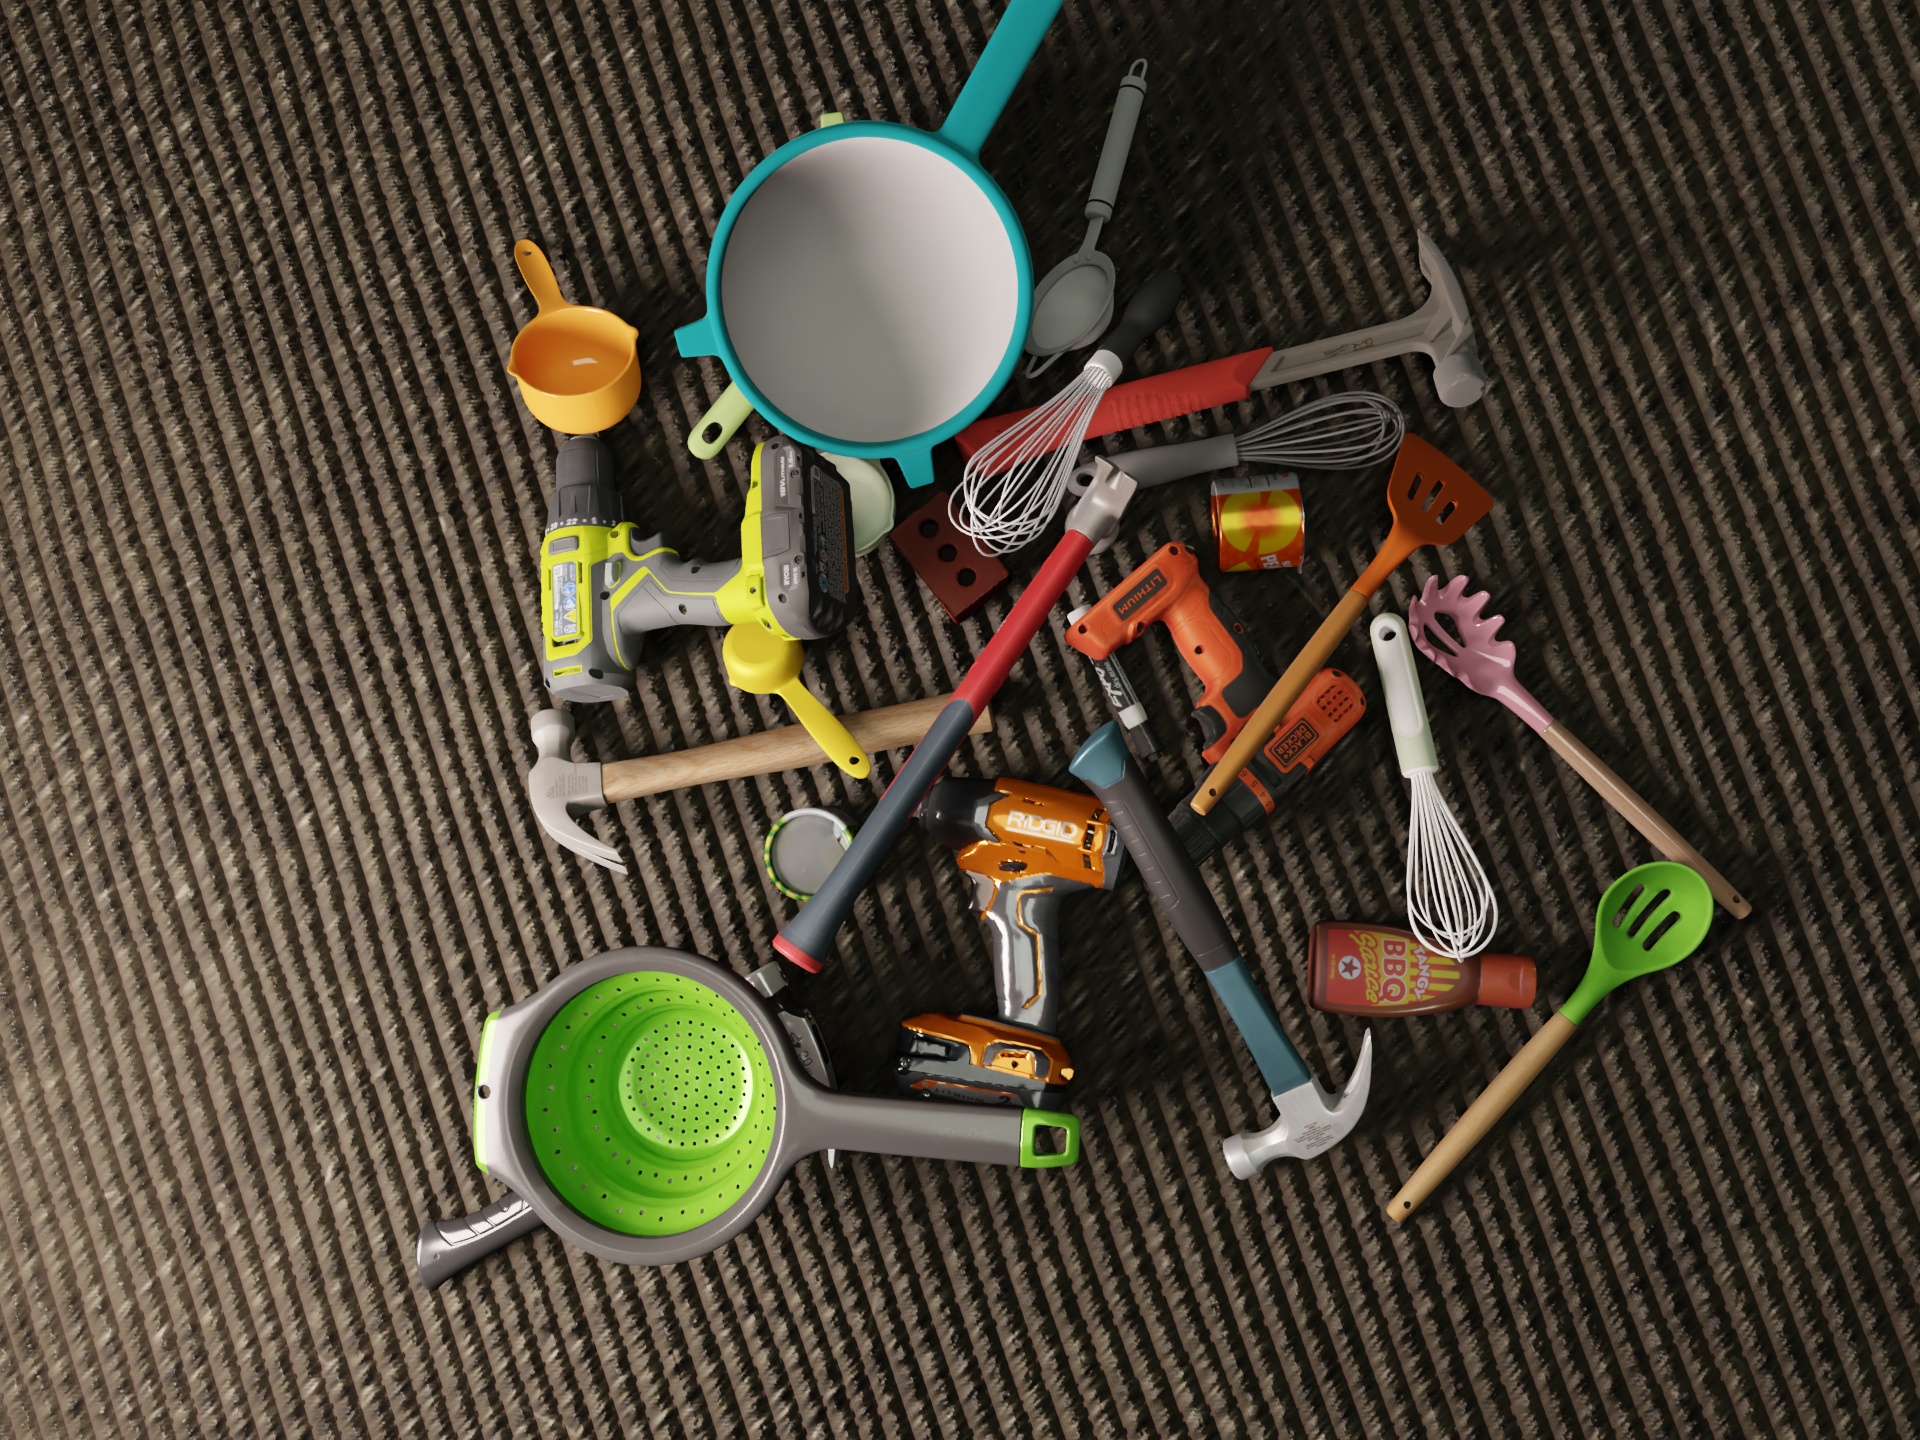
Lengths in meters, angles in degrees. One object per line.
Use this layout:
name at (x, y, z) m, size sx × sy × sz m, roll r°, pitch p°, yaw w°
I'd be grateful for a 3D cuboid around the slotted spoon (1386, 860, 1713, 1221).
slotted spoon at (0.399, 0.223, 1.095) m, size 0.070 × 0.031 × 0.314 m, roll 40°, pitch 93°, yaw 5°

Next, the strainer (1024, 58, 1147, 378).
strainer at (0.099, -0.356, 1.138) m, size 0.087 × 0.050 × 0.258 m, roll 8°, pitch 80°, yaw 48°

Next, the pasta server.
pasta server at (0.427, 0.022, 1.097) m, size 0.316 × 0.040 × 0.060 m, roll 44°, pitch 80°, yaw 4°

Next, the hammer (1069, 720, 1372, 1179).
hammer at (0.166, 0.150, 1.062) m, size 0.128 × 0.033 × 0.331 m, roll -28°, pitch 100°, yaw 17°

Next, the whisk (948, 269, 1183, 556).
whisk at (0.080, -0.216, 1.066) m, size 0.070 × 0.070 × 0.285 m, roll 33°, pitch 61°, yaw 5°

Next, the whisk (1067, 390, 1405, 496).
whisk at (0.193, -0.188, 1.123) m, size 0.239 × 0.055 × 0.055 m, roll -10°, pitch 87°, yaw 8°

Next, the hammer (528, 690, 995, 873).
hammer at (-0.139, 0.025, 1.126) m, size 0.331 × 0.031 × 0.130 m, roll -11°, pitch 59°, yaw -1°

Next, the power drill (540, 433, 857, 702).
power drill at (-0.193, -0.123, 1.110) m, size 0.228 × 0.080 × 0.191 m, roll -9°, pitch 77°, yaw 21°

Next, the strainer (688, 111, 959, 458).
strainer at (-0.109, -0.293, 1.143) m, size 0.151 × 0.069 × 0.256 m, roll 38°, pitch 105°, yaw -15°

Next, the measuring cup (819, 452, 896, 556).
measuring cup at (-0.063, -0.194, 1.145) m, size 0.083 × 0.038 × 0.167 m, roll 26°, pitch 86°, yaw 5°

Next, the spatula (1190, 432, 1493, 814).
spatula at (0.253, -0.063, 1.078) m, size 0.081 × 0.041 × 0.322 m, roll 39°, pitch 79°, yaw 0°

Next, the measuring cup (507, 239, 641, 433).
measuring cup at (-0.291, -0.280, 1.164) m, size 0.095 × 0.052 × 0.174 m, roll -21°, pitch 60°, yaw -13°

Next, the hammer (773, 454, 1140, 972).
hammer at (-0.002, -0.003, 1.052) m, size 0.038 × 0.143 × 0.386 m, roll 34°, pitch 82°, yaw 3°

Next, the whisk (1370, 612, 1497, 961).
whisk at (0.316, 0.043, 1.087) m, size 0.058 × 0.059 × 0.246 m, roll -15°, pitch 74°, yaw 21°

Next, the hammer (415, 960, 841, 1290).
hammer at (-0.240, 0.316, 1.134) m, size 0.335 × 0.035 × 0.146 m, roll -30°, pitch 85°, yaw 3°

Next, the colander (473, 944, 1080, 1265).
colander at (-0.117, 0.255, 1.057) m, size 0.397 × 0.094 × 0.204 m, roll 3°, pitch 87°, yaw 8°

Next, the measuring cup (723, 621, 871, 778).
measuring cup at (-0.112, -0.018, 1.113) m, size 0.062 × 0.029 × 0.157 m, roll -36°, pitch 61°, yaw -14°

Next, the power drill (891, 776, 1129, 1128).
power drill at (0.020, 0.151, 1.102) m, size 0.164 × 0.084 × 0.226 m, roll 12°, pitch 84°, yaw 5°

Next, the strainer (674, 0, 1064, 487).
strainer at (-0.029, -0.340, 1.045) m, size 0.211 × 0.095 × 0.340 m, roll 28°, pitch 103°, yaw -15°

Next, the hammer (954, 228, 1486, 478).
hammer at (0.171, -0.241, 1.114) m, size 0.359 × 0.036 × 0.149 m, roll -12°, pitch 55°, yaw 10°
